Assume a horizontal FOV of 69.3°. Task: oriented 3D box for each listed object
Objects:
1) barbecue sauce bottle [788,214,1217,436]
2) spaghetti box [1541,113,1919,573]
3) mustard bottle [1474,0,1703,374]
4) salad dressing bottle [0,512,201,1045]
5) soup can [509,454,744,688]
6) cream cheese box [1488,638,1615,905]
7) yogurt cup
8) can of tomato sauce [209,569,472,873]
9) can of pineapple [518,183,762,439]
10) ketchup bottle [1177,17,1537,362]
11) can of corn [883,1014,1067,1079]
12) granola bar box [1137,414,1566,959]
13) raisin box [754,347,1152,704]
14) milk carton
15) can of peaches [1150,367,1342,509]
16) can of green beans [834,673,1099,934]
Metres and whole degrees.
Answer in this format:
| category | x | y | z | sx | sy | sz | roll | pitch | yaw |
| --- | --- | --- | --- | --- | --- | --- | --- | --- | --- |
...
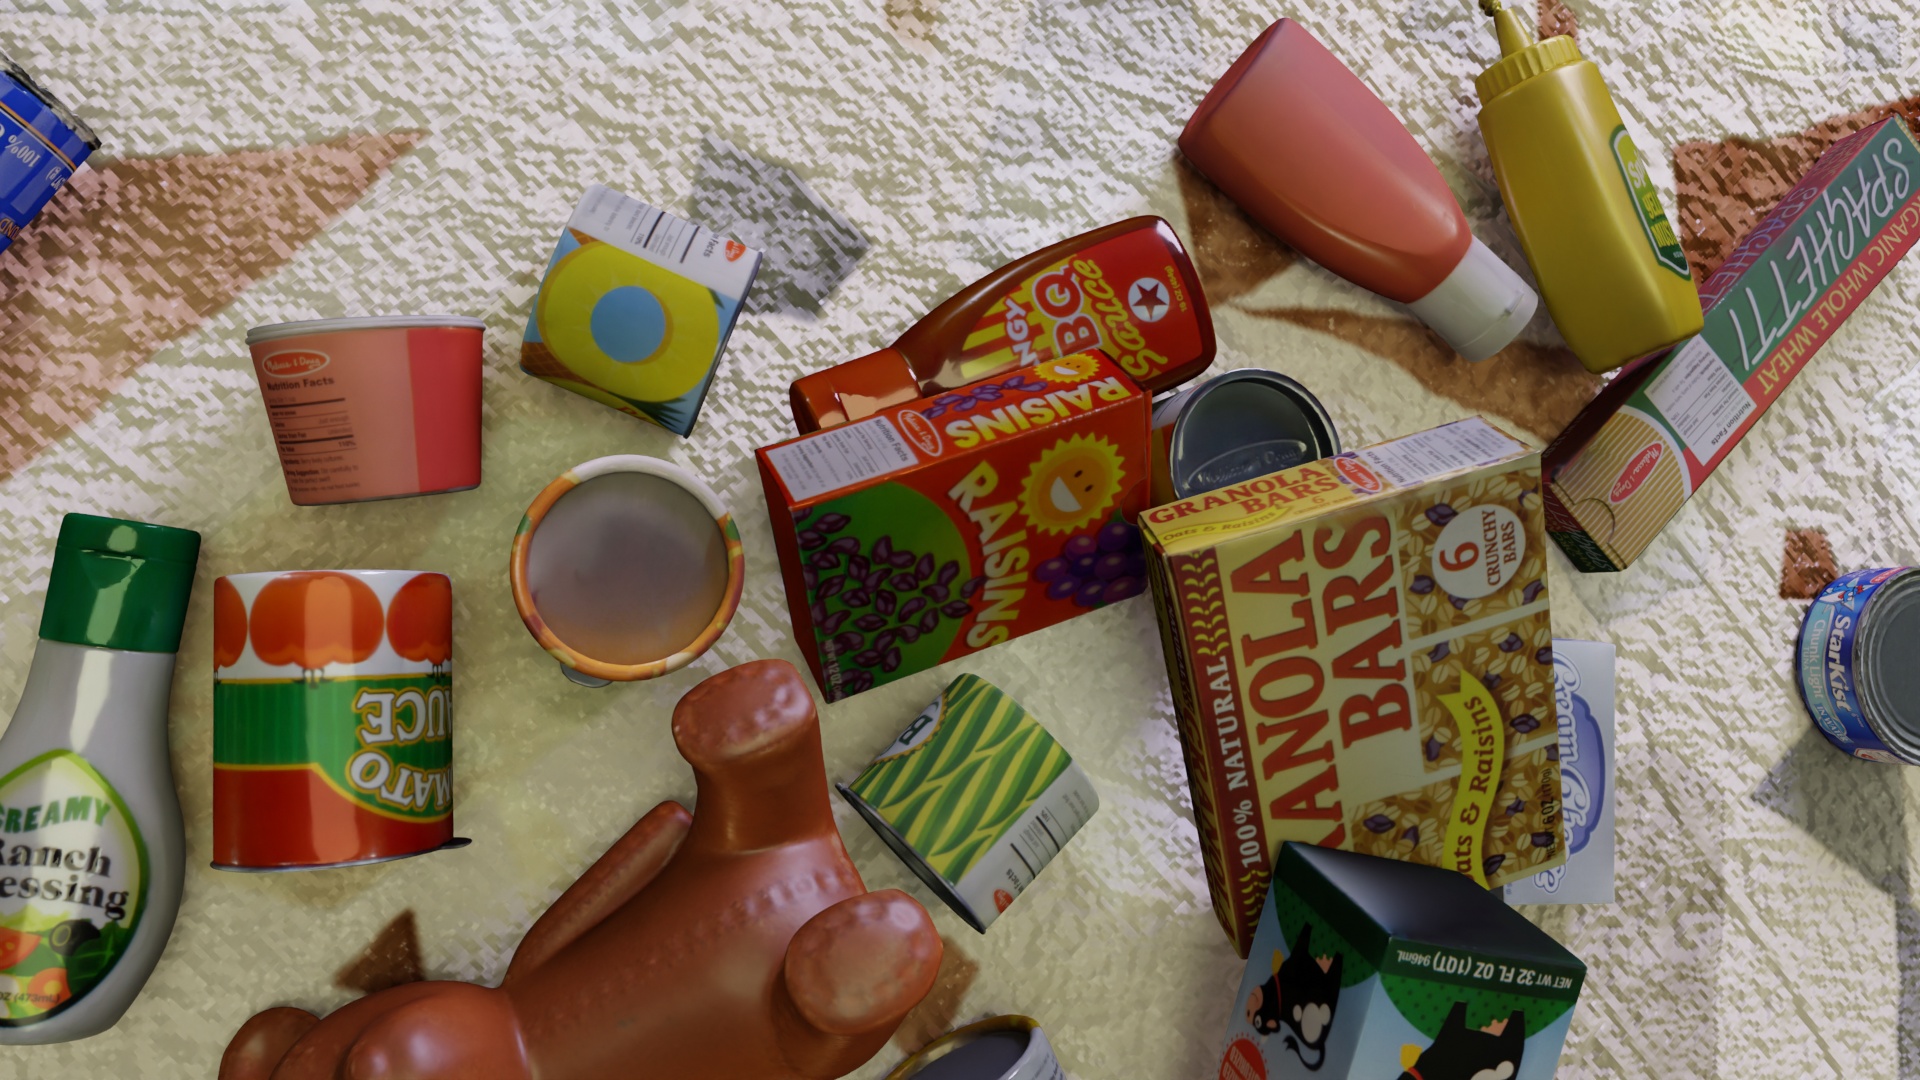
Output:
| category | x | y | z | sx | sy | sz | roll | pitch | yaw |
| --- | --- | --- | --- | --- | --- | --- | --- | --- | --- |
| barbecue sauce bottle | 0.014 | -0.064 | 0.491 | 0.149 | 0.043 | 0.065 | -22 | 94 | -15 |
| spaghetti box | 0.331 | -0.086 | 0.588 | 0.251 | 0.028 | 0.050 | -43 | 97 | -14 |
| mustard bottle | 0.242 | -0.147 | 0.551 | 0.065 | 0.048 | 0.160 | -20 | 87 | -51 |
| salad dressing bottle | -0.257 | 0.067 | 0.406 | 0.064 | 0.044 | 0.147 | 10 | 83 | -16 |
| soup can | -0.105 | 0.013 | 0.432 | 0.071 | 0.083 | 0.071 | 1 | 86 | -15 |
| cream cheese box | 0.230 | 0.090 | 0.548 | 0.053 | 0.024 | 0.104 | 4 | 85 | -16 |
| yogurt cup | -0.179 | -0.040 | 0.427 | 0.072 | 0.072 | 0.054 | -6 | 96 | -16 |
| can of tomato sauce | -0.184 | 0.052 | 0.415 | 0.071 | 0.071 | 0.083 | -1 | 86 | -15 |
| can of pineapple | -0.103 | -0.072 | 0.449 | 0.058 | 0.071 | 0.071 | 22 | 81 | -12 |
| ketchup bottle | 0.158 | -0.129 | 0.536 | 0.149 | 0.043 | 0.065 | 39 | 78 | -10 |
| can of corn | 0.008 | 0.200 | 0.459 | 0.071 | 0.071 | 0.058 | -26 | 92 | -16 |
| granola bar box | 0.137 | 0.054 | 0.474 | 0.124 | 0.039 | 0.165 | -16 | 113 | -4 |
| raisin box | 0.002 | -0.006 | 0.463 | 0.124 | 0.040 | 0.085 | -19 | 129 | -16 |
| milk carton | 0.124 | 0.204 | 0.450 | 0.072 | 0.073 | 0.190 | 12 | 97 | -15 |
| can of peaches | 0.095 | -0.022 | 0.503 | 0.071 | 0.058 | 0.071 | 1 | 86 | -16 |
| can of green beans | 0.004 | 0.087 | 0.465 | 0.058 | 0.071 | 0.071 | -44 | 98 | -15 |
